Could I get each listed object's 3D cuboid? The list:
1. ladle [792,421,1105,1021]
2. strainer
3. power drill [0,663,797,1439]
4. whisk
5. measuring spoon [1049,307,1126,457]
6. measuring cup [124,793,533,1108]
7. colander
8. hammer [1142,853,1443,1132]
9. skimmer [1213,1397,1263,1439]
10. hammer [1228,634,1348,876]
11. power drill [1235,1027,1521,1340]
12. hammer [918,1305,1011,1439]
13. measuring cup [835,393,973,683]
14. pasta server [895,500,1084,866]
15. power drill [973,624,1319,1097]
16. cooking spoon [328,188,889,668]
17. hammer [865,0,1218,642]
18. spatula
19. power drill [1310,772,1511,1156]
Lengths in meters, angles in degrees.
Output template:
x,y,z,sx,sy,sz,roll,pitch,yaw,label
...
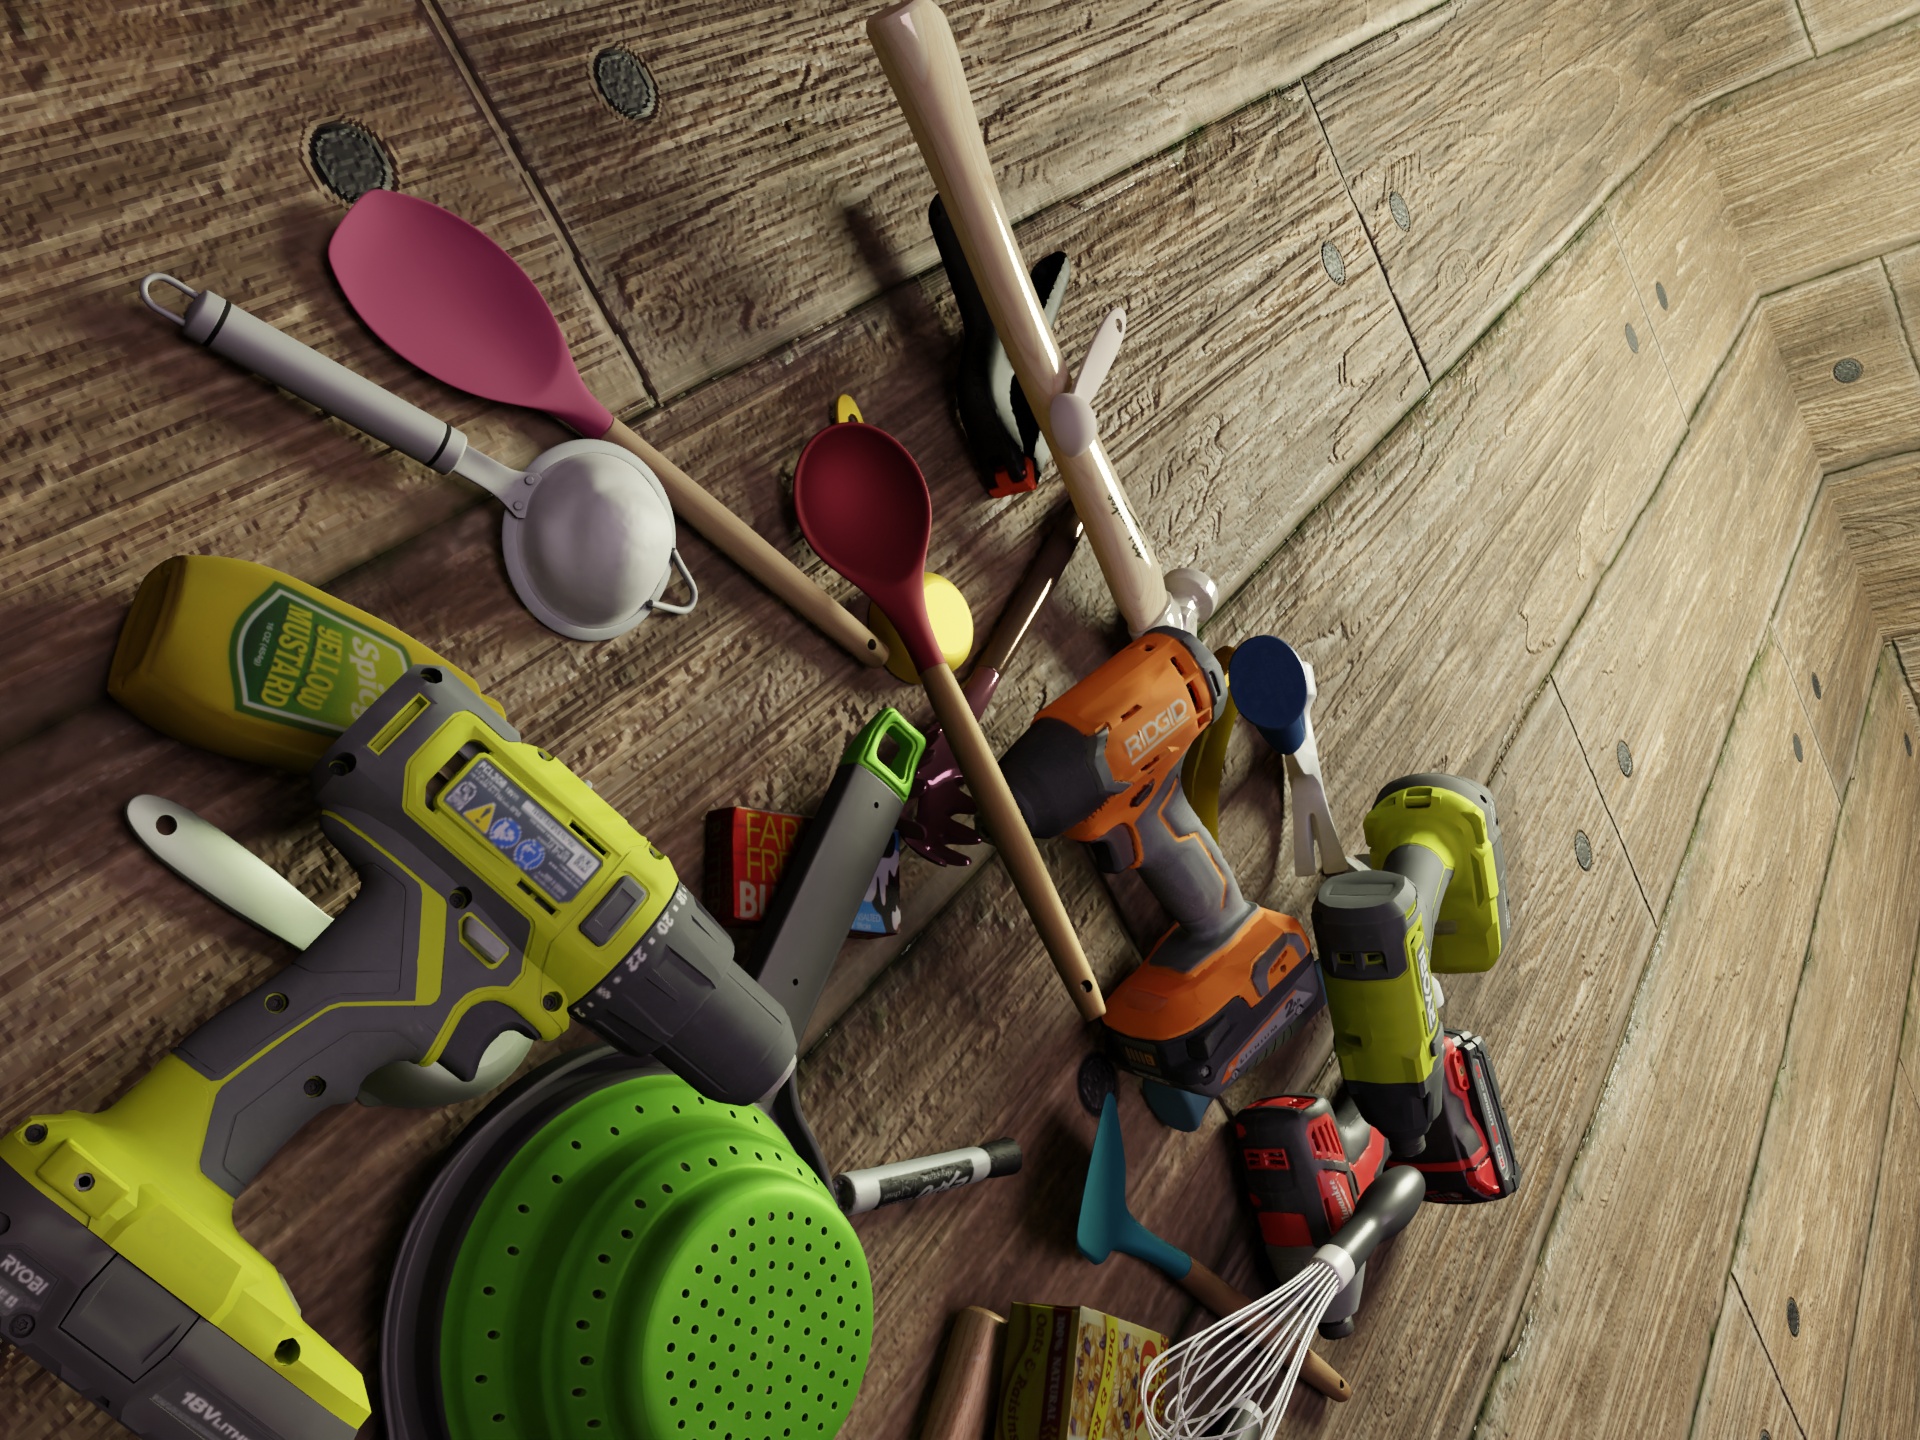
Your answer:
x,y,z,sx,sy,sz,roll,pitch,yaw,label
-0.001,-0.002,0.769,0.069,0.031,0.315,-21,77,-15,ladle
-0.200,-0.104,0.640,0.258,0.050,0.087,29,73,-35,strainer
-0.176,0.120,0.513,0.190,0.080,0.228,45,62,-12,power drill
0.181,0.310,0.846,0.284,0.070,0.070,-23,96,-47,whisk
0.077,-0.190,0.868,0.034,0.018,0.124,56,42,-35,measuring spoon
-0.218,0.076,0.564,0.167,0.038,0.083,46,49,-31,measuring cup
-0.072,0.157,0.632,0.204,0.094,0.397,44,55,-33,colander
0.218,0.178,1.016,0.331,0.033,0.128,-20,95,-48,hammer
0.124,0.458,0.732,0.363,0.090,0.127,-41,151,-63,skimmer
0.186,0.012,0.891,0.405,0.035,0.144,24,57,-74,hammer
0.262,0.285,1.004,0.219,0.078,0.143,-11,86,-45,power drill
-0.038,0.413,0.670,0.130,0.031,0.331,47,49,-28,hammer
-0.032,-0.097,0.825,0.062,0.029,0.156,-20,95,-48,measuring cup
0.031,-0.043,0.874,0.060,0.040,0.316,61,41,-32,pasta server
0.096,0.085,0.847,0.164,0.084,0.226,-35,113,-32,power drill
-0.143,-0.115,0.719,0.318,0.017,0.069,39,62,-33,cooking spoon
0.044,-0.181,0.868,0.410,0.038,0.146,62,38,-30,hammer
0.146,0.318,0.889,0.317,0.044,0.082,44,46,-31,spatula
0.277,0.141,0.972,0.223,0.080,0.171,-41,121,-55,power drill
